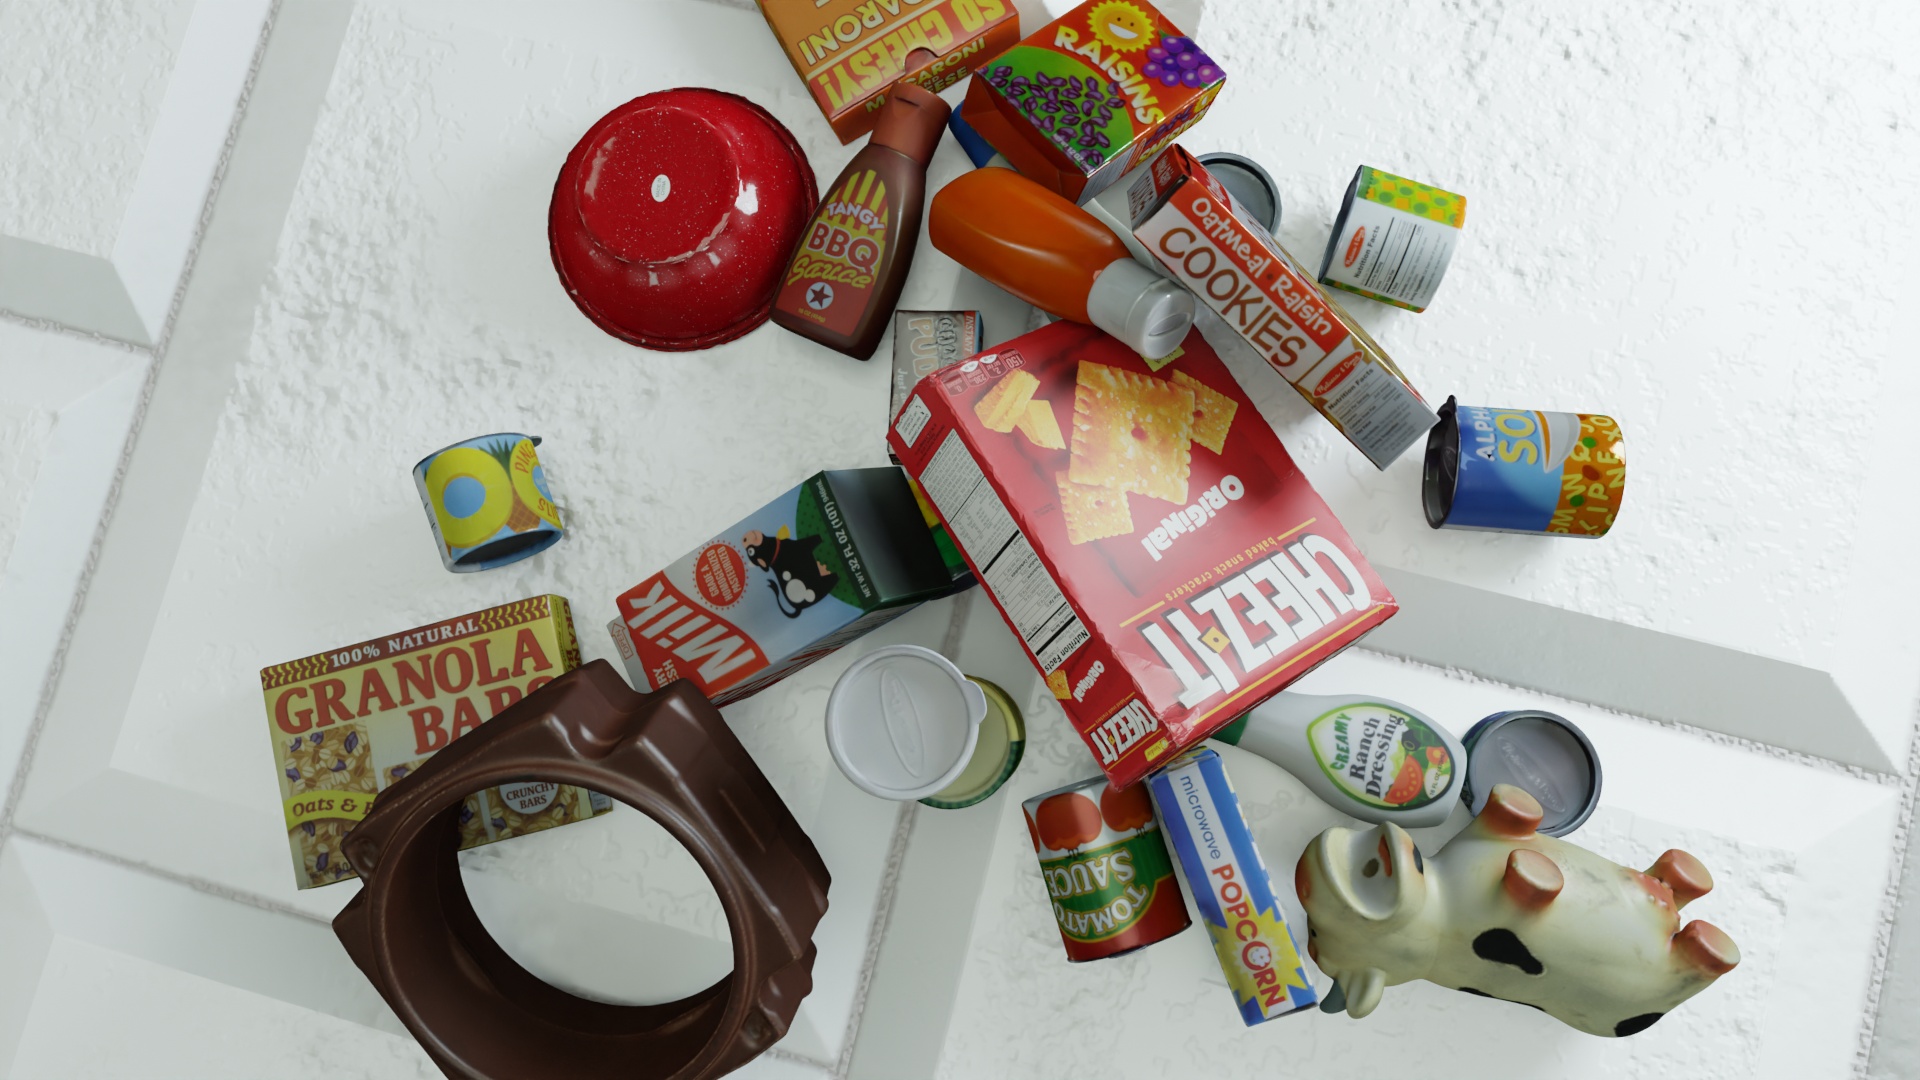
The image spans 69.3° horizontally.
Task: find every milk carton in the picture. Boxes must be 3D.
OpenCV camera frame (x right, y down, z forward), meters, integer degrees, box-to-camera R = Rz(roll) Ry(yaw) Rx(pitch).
[{"bbox_3d":[-0.107,0.035,0.721,0.190,0.073,0.072,-30,80,26],"label":"milk carton"}]

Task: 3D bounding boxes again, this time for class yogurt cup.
[{"bbox_3d":[-0.024,0.082,0.630,0.072,0.054,0.072,-1,83,5],"label":"yogurt cup"}]

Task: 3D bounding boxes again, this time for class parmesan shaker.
[{"bbox_3d":[-0.004,0.099,0.707,0.071,0.103,0.071,-1,83,5],"label":"parmesan shaker"}]

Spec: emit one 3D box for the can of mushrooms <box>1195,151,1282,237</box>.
[{"bbox_3d":[0.141,-0.175,0.769,0.071,0.033,0.071,0,82,4],"label":"can of mushrooms"}]

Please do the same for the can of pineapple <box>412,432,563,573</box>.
[{"bbox_3d":[-0.257,-0.021,0.762,0.071,0.071,0.058,-22,82,1],"label":"can of pineapple"}]

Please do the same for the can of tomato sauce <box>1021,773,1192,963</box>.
[{"bbox_3d":[0.073,0.165,0.709,0.071,0.071,0.083,-18,81,2],"label":"can of tomato sauce"}]

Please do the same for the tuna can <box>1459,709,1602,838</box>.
[{"bbox_3d":[0.290,0.122,0.717,0.071,0.033,0.071,-1,82,4],"label":"tuna can"}]

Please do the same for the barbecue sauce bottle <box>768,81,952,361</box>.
[{"bbox_3d":[-0.050,-0.178,0.769,0.065,0.043,0.148,24,92,17],"label":"barbecue sauce bottle"}]

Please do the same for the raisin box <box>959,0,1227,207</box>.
[{"bbox_3d":[0.074,-0.244,0.757,0.086,0.040,0.124,45,63,9],"label":"raisin box"}]

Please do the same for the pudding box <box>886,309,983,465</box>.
[{"bbox_3d":[-0.013,-0.084,0.770,0.050,0.030,0.084,3,83,4],"label":"pudding box"}]

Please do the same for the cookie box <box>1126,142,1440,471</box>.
[{"bbox_3d":[0.155,-0.121,0.689,0.167,0.123,0.040,41,110,-11],"label":"cookie box"}]

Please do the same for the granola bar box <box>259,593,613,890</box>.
[{"bbox_3d":[-0.285,0.109,0.760,0.165,0.039,0.124,-14,82,3],"label":"granola bar box"}]

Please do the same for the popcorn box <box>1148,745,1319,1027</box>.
[{"bbox_3d":[0.133,0.169,0.696,0.038,0.085,0.127,-21,82,3],"label":"popcorn box"}]

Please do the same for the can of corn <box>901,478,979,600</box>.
[{"bbox_3d":[0.003,-0.009,0.741,0.071,0.071,0.058,-26,81,1],"label":"can of corn"}]

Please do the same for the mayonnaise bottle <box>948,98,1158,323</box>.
[{"bbox_3d":[0.047,-0.185,0.774,0.065,0.041,0.148,-32,80,-3],"label":"mayonnaise bottle"}]

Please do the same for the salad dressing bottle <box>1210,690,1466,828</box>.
[{"bbox_3d":[0.183,0.103,0.722,0.148,0.044,0.064,19,76,7],"label":"salad dressing bottle"}]

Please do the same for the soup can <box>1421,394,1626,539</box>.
[{"bbox_3d":[0.291,-0.038,0.720,0.084,0.071,0.071,4,83,4],"label":"soup can"}]

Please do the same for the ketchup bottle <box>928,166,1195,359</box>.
[{"bbox_3d":[0.051,-0.139,0.690,0.065,0.043,0.149,-26,47,-30],"label":"ketchup bottle"}]

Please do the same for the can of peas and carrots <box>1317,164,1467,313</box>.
[{"bbox_3d":[0.231,-0.162,0.745,0.059,0.071,0.071,19,85,6],"label":"can of peas and carrots"}]

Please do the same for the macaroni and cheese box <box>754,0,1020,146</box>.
[{"bbox_3d":[-0.059,-0.331,0.801,0.124,0.040,0.166,-30,81,1],"label":"macaroni and cheese box"}]
